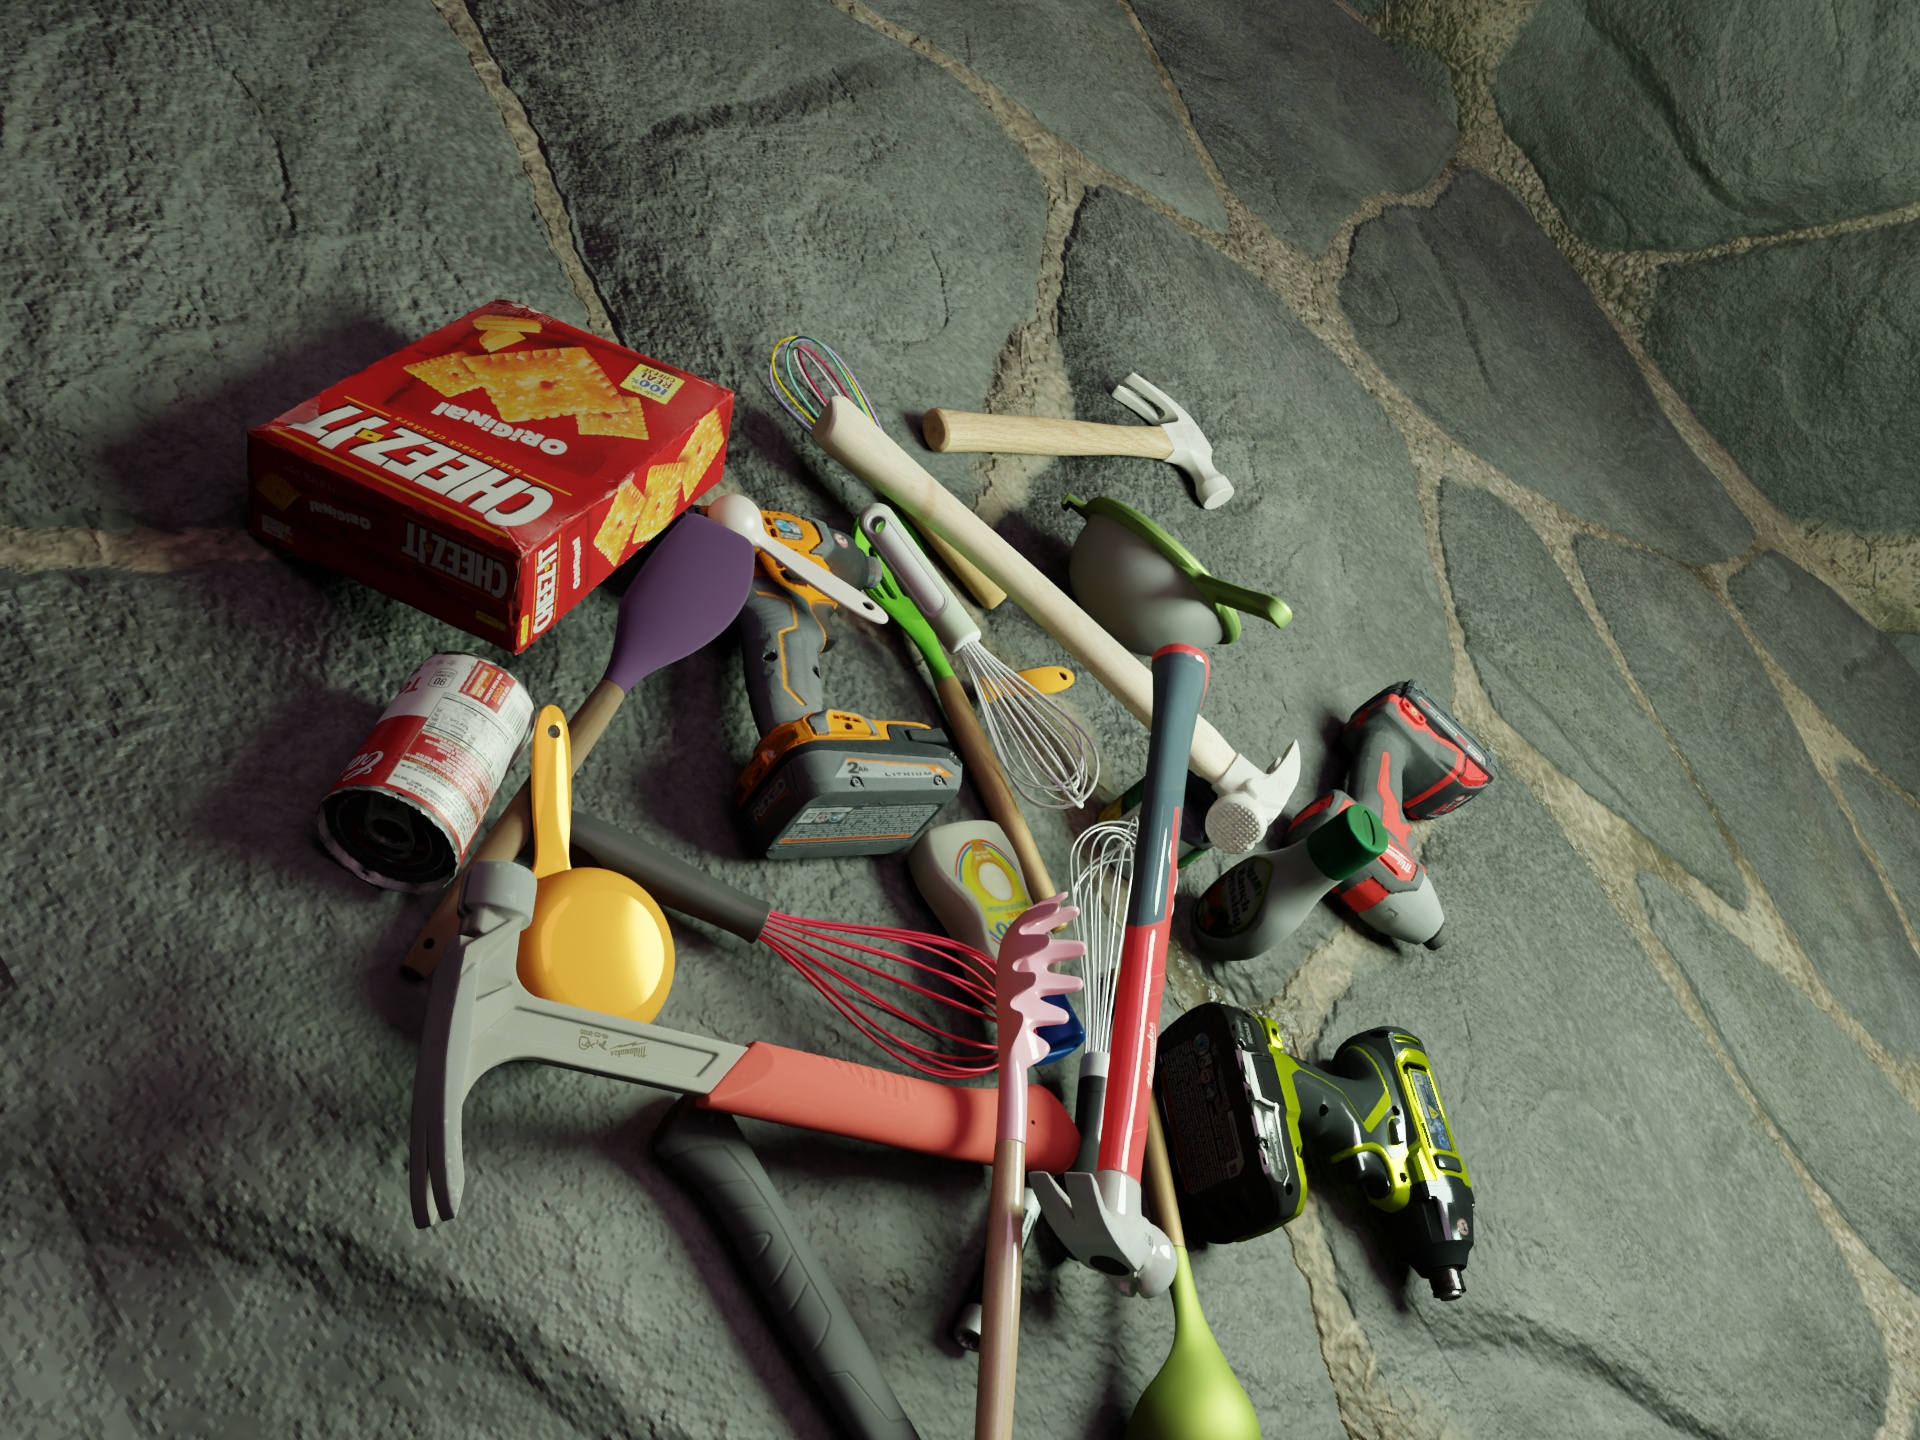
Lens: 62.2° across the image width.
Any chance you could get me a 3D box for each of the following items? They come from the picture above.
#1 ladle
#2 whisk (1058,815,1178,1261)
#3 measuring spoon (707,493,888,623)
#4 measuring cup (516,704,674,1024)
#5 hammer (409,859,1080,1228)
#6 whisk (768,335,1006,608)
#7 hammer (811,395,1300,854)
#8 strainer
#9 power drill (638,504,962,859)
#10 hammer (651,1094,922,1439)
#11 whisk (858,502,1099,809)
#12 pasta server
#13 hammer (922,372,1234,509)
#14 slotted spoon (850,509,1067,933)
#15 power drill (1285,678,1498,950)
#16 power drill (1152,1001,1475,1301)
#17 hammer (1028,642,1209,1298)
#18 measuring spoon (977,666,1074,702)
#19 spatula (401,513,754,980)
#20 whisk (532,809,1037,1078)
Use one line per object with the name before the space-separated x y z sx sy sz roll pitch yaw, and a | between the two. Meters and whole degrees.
ladle | 0.107 0.280 0.897 0.078 0.062 0.321 20 39 -26
whisk | 0.084 0.177 0.938 0.070 0.070 0.285 29 50 -21
measuring spoon | -0.092 -0.096 0.935 0.124 0.018 0.034 33 34 -8
measuring cup | -0.182 0.072 0.756 0.095 0.052 0.174 6 73 -42
hammer | -0.079 0.181 0.745 0.358 0.036 0.149 24 53 -37
whisk | -0.048 -0.180 1.139 0.245 0.051 0.047 50 33 0
hammer | 0.064 -0.079 1.088 0.410 0.038 0.146 42 30 5
strainer | 0.148 -0.079 1.132 0.151 0.069 0.256 46 -4 -23
power drill | -0.085 -0.033 0.951 0.164 0.084 0.227 1 53 -41
hammer | -0.040 0.313 0.734 0.146 0.035 0.335 -21 72 -48
whisk | 0.007 -0.043 1.028 0.246 0.058 0.059 54 9 12
pasta server | 0.030 0.232 0.772 0.060 0.040 0.316 57 32 -52
hammer | 0.096 -0.237 1.322 0.331 0.031 0.130 -7 63 -44
slotted spoon | -0.002 -0.003 1.042 0.070 0.031 0.314 -6 64 -44
power drill | 0.344 0.076 1.247 0.143 0.078 0.220 44 42 -3
power drill | 0.227 0.264 0.983 0.223 0.080 0.171 19 46 -34
hammer | 0.101 0.107 0.890 0.143 0.038 0.387 57 35 -47
measuring spoon | 0.048 -0.028 1.110 0.117 0.011 0.021 -10 67 -52
spatula | -0.191 0.003 0.821 0.060 0.018 0.316 27 54 1
whisk | -0.089 0.116 0.841 0.295 0.073 0.073 27 43 -15
